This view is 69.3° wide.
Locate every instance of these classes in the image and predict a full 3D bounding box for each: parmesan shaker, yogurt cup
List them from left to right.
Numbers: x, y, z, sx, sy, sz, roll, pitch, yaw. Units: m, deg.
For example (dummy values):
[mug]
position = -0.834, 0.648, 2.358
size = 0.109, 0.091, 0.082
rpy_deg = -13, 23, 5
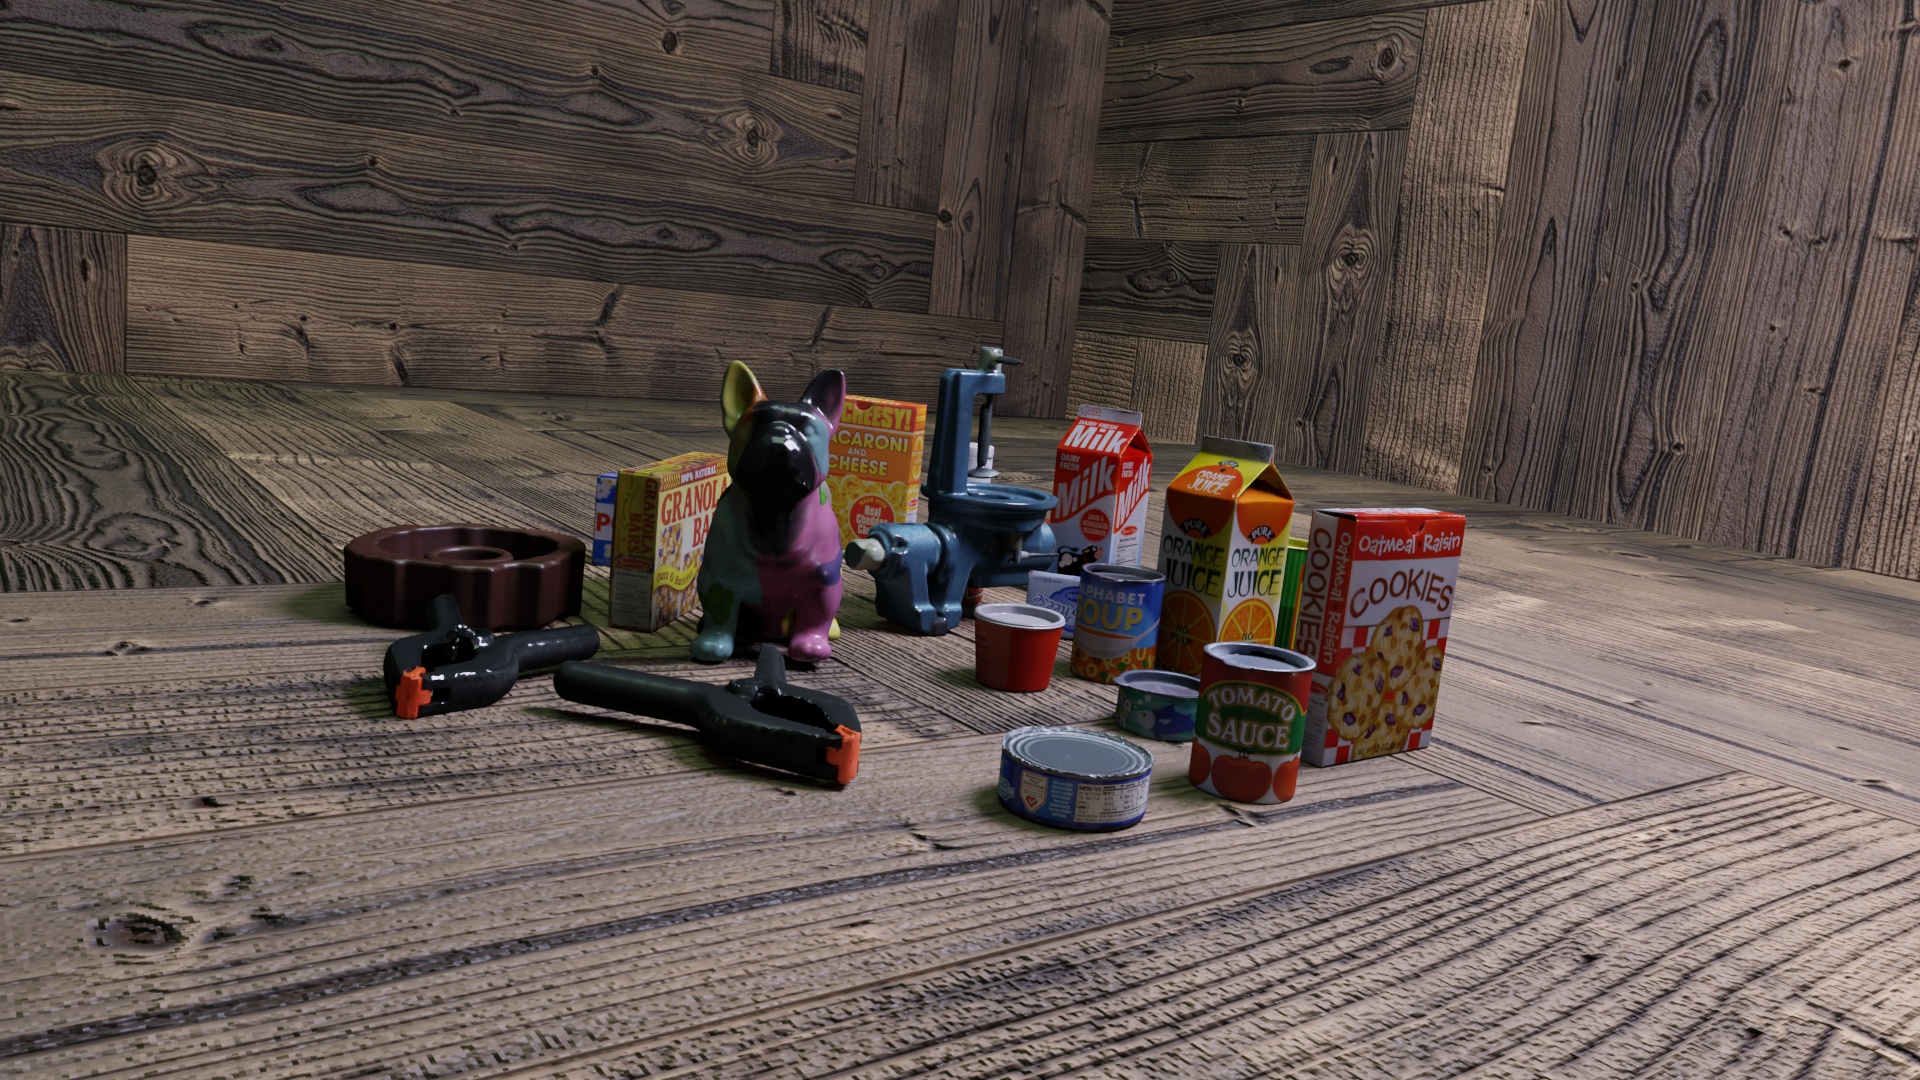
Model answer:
[yogurt cup]
position = 0.041, 0.080, 1.028
size = 0.072, 0.054, 0.072
rpy_deg = 6, 9, -1
[parmesan shaker]
position = 0.274, 0.050, 1.203
size = 0.071, 0.103, 0.071
rpy_deg = 6, 9, -1

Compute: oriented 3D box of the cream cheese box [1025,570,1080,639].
[cream cheese box]
position = 0.107, 0.059, 1.195
size = 0.104, 0.053, 0.024
rpy_deg = 7, 9, 7

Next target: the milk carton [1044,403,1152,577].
[milk carton]
position = 0.137, -0.036, 1.366
size = 0.072, 0.190, 0.073
rpy_deg = 12, 10, 32

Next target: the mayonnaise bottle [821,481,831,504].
[mayonnaise bottle]
position = -0.144, -0.022, 1.234
size = 0.065, 0.147, 0.041
rpy_deg = -1, 11, -39

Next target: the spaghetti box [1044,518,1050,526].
[spaghetti box]
position = 0.033, 0.009, 1.462
size = 0.029, 0.050, 0.251
rpy_deg = 12, 11, 33

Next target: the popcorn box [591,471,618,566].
[popcorn box]
position = -0.278, -0.015, 1.302
size = 0.127, 0.085, 0.038
rpy_deg = 6, 9, -1

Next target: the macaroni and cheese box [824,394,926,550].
[macaroni and cheese box]
position = -0.106, -0.070, 1.496
size = 0.124, 0.166, 0.040
rpy_deg = 8, 9, 15

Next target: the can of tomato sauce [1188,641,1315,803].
[can of tomato sauce]
position = 0.175, 0.110, 0.842
size = 0.071, 0.083, 0.071
rpy_deg = 6, 9, -1

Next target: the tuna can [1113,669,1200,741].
[tuna can]
position = 0.138, 0.113, 0.954
size = 0.071, 0.032, 0.071
rpy_deg = 6, 9, -1

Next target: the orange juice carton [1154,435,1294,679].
[orange juice carton]
position = 0.206, 0.016, 1.093
size = 0.073, 0.192, 0.072
rpy_deg = -1, 11, -39

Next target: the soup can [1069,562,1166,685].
[soup can]
position = 0.120, 0.065, 1.078
size = 0.071, 0.083, 0.071
rpy_deg = 6, 9, -1

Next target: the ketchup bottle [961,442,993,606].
[ketchup bottle]
position = 0.005, -0.016, 1.294
size = 0.043, 0.148, 0.065
rpy_deg = 9, 9, 18

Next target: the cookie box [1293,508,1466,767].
[cookie box]
position = 0.281, 0.062, 0.940
size = 0.123, 0.167, 0.040
rpy_deg = -1, 11, -38

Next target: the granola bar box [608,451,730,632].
[granola bar box]
position = -0.236, -0.003, 1.137
size = 0.039, 0.124, 0.166
rpy_deg = 7, 9, 8
